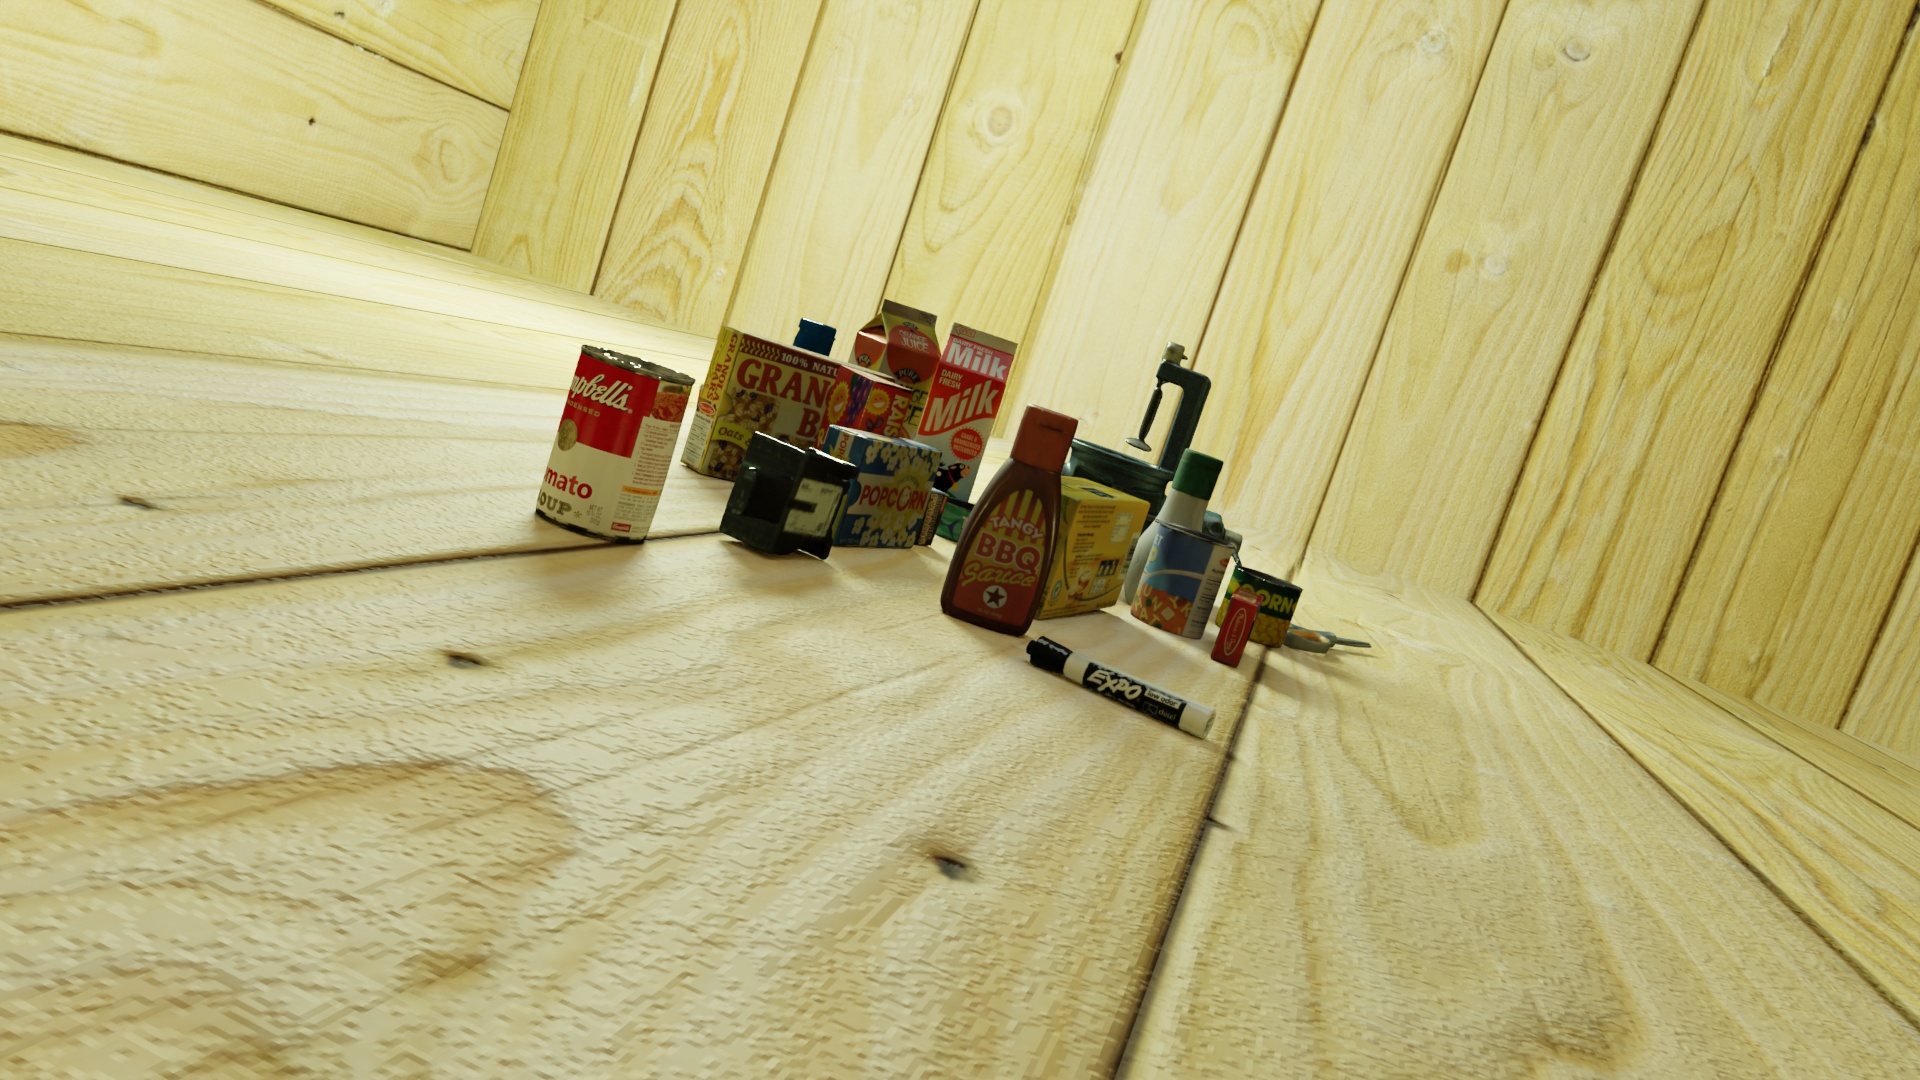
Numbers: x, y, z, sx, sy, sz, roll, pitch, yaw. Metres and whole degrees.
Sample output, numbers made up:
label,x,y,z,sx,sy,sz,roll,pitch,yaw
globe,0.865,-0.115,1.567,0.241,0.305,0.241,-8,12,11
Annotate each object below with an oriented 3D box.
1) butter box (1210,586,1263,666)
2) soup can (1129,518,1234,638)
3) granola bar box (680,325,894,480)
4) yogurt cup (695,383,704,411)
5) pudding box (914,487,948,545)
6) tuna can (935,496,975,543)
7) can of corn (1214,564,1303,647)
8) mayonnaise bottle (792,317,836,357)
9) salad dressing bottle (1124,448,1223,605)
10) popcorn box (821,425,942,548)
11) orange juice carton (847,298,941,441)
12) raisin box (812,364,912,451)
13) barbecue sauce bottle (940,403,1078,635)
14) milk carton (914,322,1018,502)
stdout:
label,x,y,z,sx,sy,sz,roll,pitch,yaw
butter box,0.225,0.069,1.129,0.024,0.053,0.103,20,8,13
soup can,0.185,0.032,1.179,0.071,0.083,0.071,18,7,-2
granola bar box,-0.147,-0.105,1.211,0.166,0.124,0.039,12,9,-41
yogurt cup,-0.234,-0.121,1.382,0.072,0.054,0.072,18,7,-2
pudding box,-0.056,-0.032,1.191,0.084,0.049,0.030,24,9,36
tuna can,0.005,-0.016,1.285,0.071,0.032,0.071,18,7,-2
can of corn,0.275,0.061,1.283,0.071,0.058,0.071,18,7,-2
mayonnaise bottle,-0.157,-0.137,1.323,0.041,0.148,0.065,18,7,-6
salad dressing bottle,0.191,-0.007,1.231,0.064,0.147,0.044,15,8,-27
popcorn box,-0.068,-0.040,1.082,0.038,0.085,0.127,22,8,25
orange juice carton,-0.082,-0.157,1.478,0.072,0.192,0.073,14,8,-35
raisin box,-0.089,-0.078,1.160,0.040,0.123,0.086,15,8,-27
barbecue sauce bottle,0.038,-0.015,0.919,0.065,0.148,0.044,18,7,-4
milk carton,-0.003,-0.120,1.408,0.072,0.190,0.073,18,7,-1
